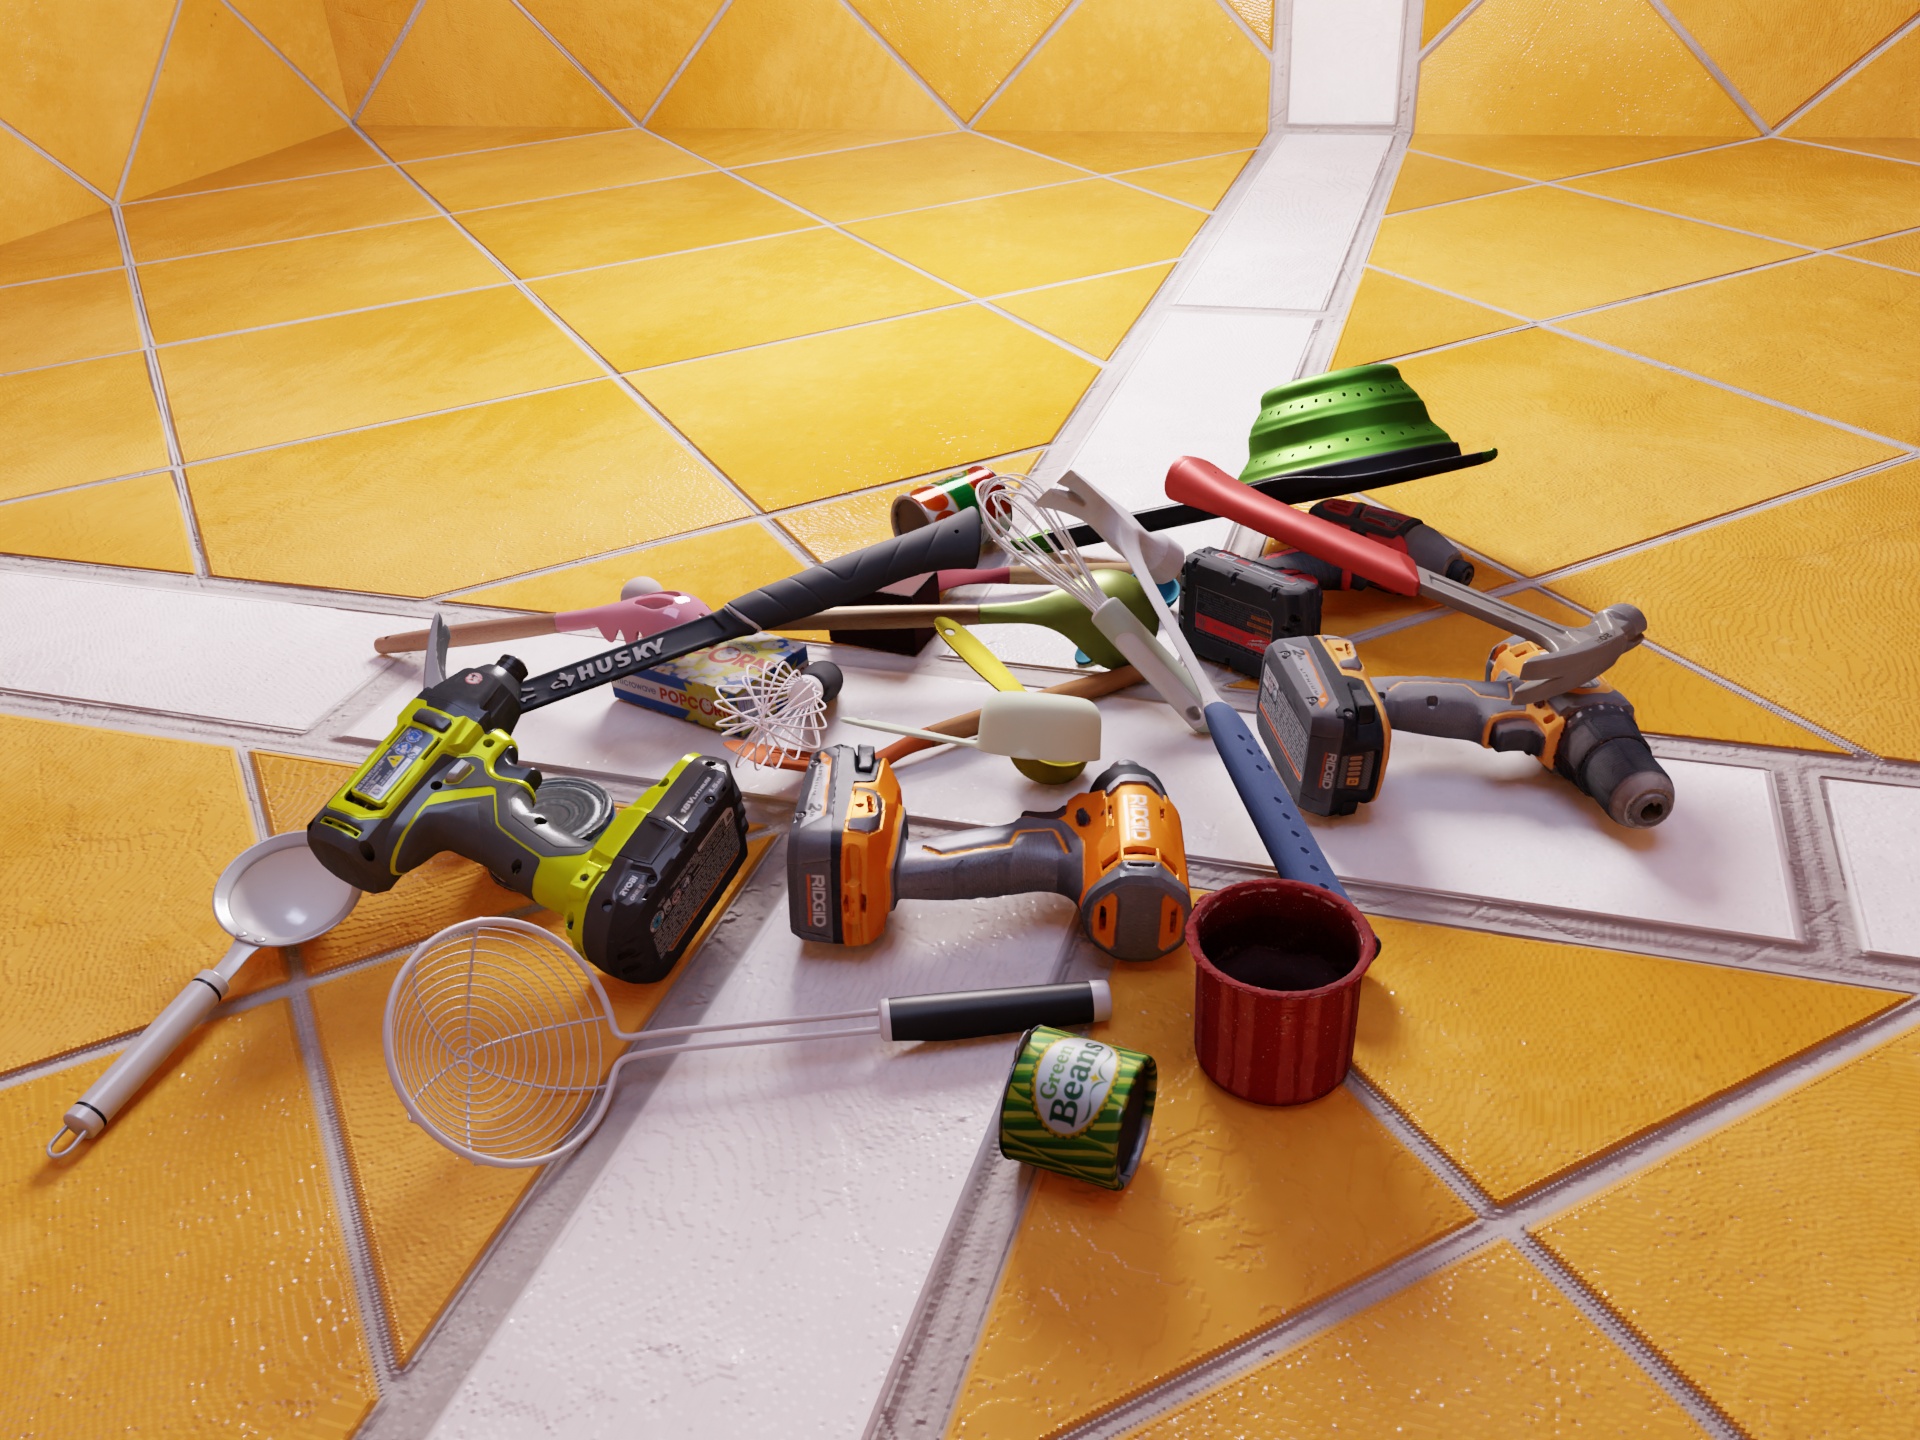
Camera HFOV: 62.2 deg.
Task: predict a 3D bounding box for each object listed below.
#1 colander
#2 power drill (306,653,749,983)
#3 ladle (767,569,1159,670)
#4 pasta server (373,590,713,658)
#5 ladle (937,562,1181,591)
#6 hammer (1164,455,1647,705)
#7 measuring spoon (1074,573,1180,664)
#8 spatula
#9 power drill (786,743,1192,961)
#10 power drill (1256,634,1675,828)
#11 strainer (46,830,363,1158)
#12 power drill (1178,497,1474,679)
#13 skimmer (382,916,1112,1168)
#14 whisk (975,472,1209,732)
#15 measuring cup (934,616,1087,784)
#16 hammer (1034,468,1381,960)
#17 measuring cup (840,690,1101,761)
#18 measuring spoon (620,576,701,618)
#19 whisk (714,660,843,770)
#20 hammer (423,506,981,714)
[{"bbox_3d":[0.225,-0.216,1.300,0.397,0.094,0.204,-10,4,15],"label":"colander"},{"bbox_3d":[-0.246,0.050,0.943,0.223,0.080,0.171,20,55,17],"label":"power drill"},{"bbox_3d":[-0.012,-0.073,1.180,0.320,0.062,0.078,-1,70,1],"label":"ladle"},{"bbox_3d":[-0.320,-0.064,1.202,0.316,0.040,0.060,-5,29,26],"label":"pasta server"},{"bbox_3d":[0.066,-0.117,1.296,0.315,0.031,0.069,-1,40,0],"label":"ladle"},{"bbox_3d":[0.278,-0.110,1.104,0.149,0.036,0.359,-19,38,-38],"label":"hammer"},{"bbox_3d":[0.126,-0.074,1.233,0.042,0.021,0.129,30,52,22],"label":"measuring spoon"},{"bbox_3d":[-0.002,-0.004,1.101,0.322,0.041,0.081,-17,17,-23],"label":"spatula"},{"bbox_3d":[0.020,0.069,0.947,0.226,0.084,0.164,2,29,3],"label":"power drill"},{"bbox_3d":[0.321,0.010,1.013,0.226,0.084,0.186,-2,32,-6],"label":"power drill"},{"bbox_3d":[-0.421,0.146,0.903,0.087,0.050,0.259,16,41,11],"label":"strainer"},{"bbox_3d":[0.281,-0.106,1.211,0.219,0.078,0.143,-25,37,-36],"label":"power drill"},{"bbox_3d":[-0.098,0.151,0.812,0.363,0.090,0.127,-4,64,-6],"label":"skimmer"},{"bbox_3d":[0.096,-0.084,1.123,0.246,0.057,0.059,48,38,14],"label":"whisk"},{"bbox_3d":[0.029,-0.014,1.084,0.062,0.029,0.157,-23,56,-33],"label":"measuring cup"},{"bbox_3d":[0.154,-0.014,1.000,0.035,0.144,0.406,-42,43,21],"label":"hammer"},{"bbox_3d":[0.006,-0.004,0.982,0.167,0.038,0.083,8,5,15],"label":"measuring cup"},{"bbox_3d":[-0.219,-0.089,1.211,0.034,0.018,0.124,-28,36,-33],"label":"measuring spoon"},{"bbox_3d":[-0.108,-0.016,1.044,0.070,0.070,0.284,-2,7,3],"label":"whisk"},{"bbox_3d":[-0.172,-0.067,1.103,0.409,0.036,0.149,-21,68,-11],"label":"hammer"}]
